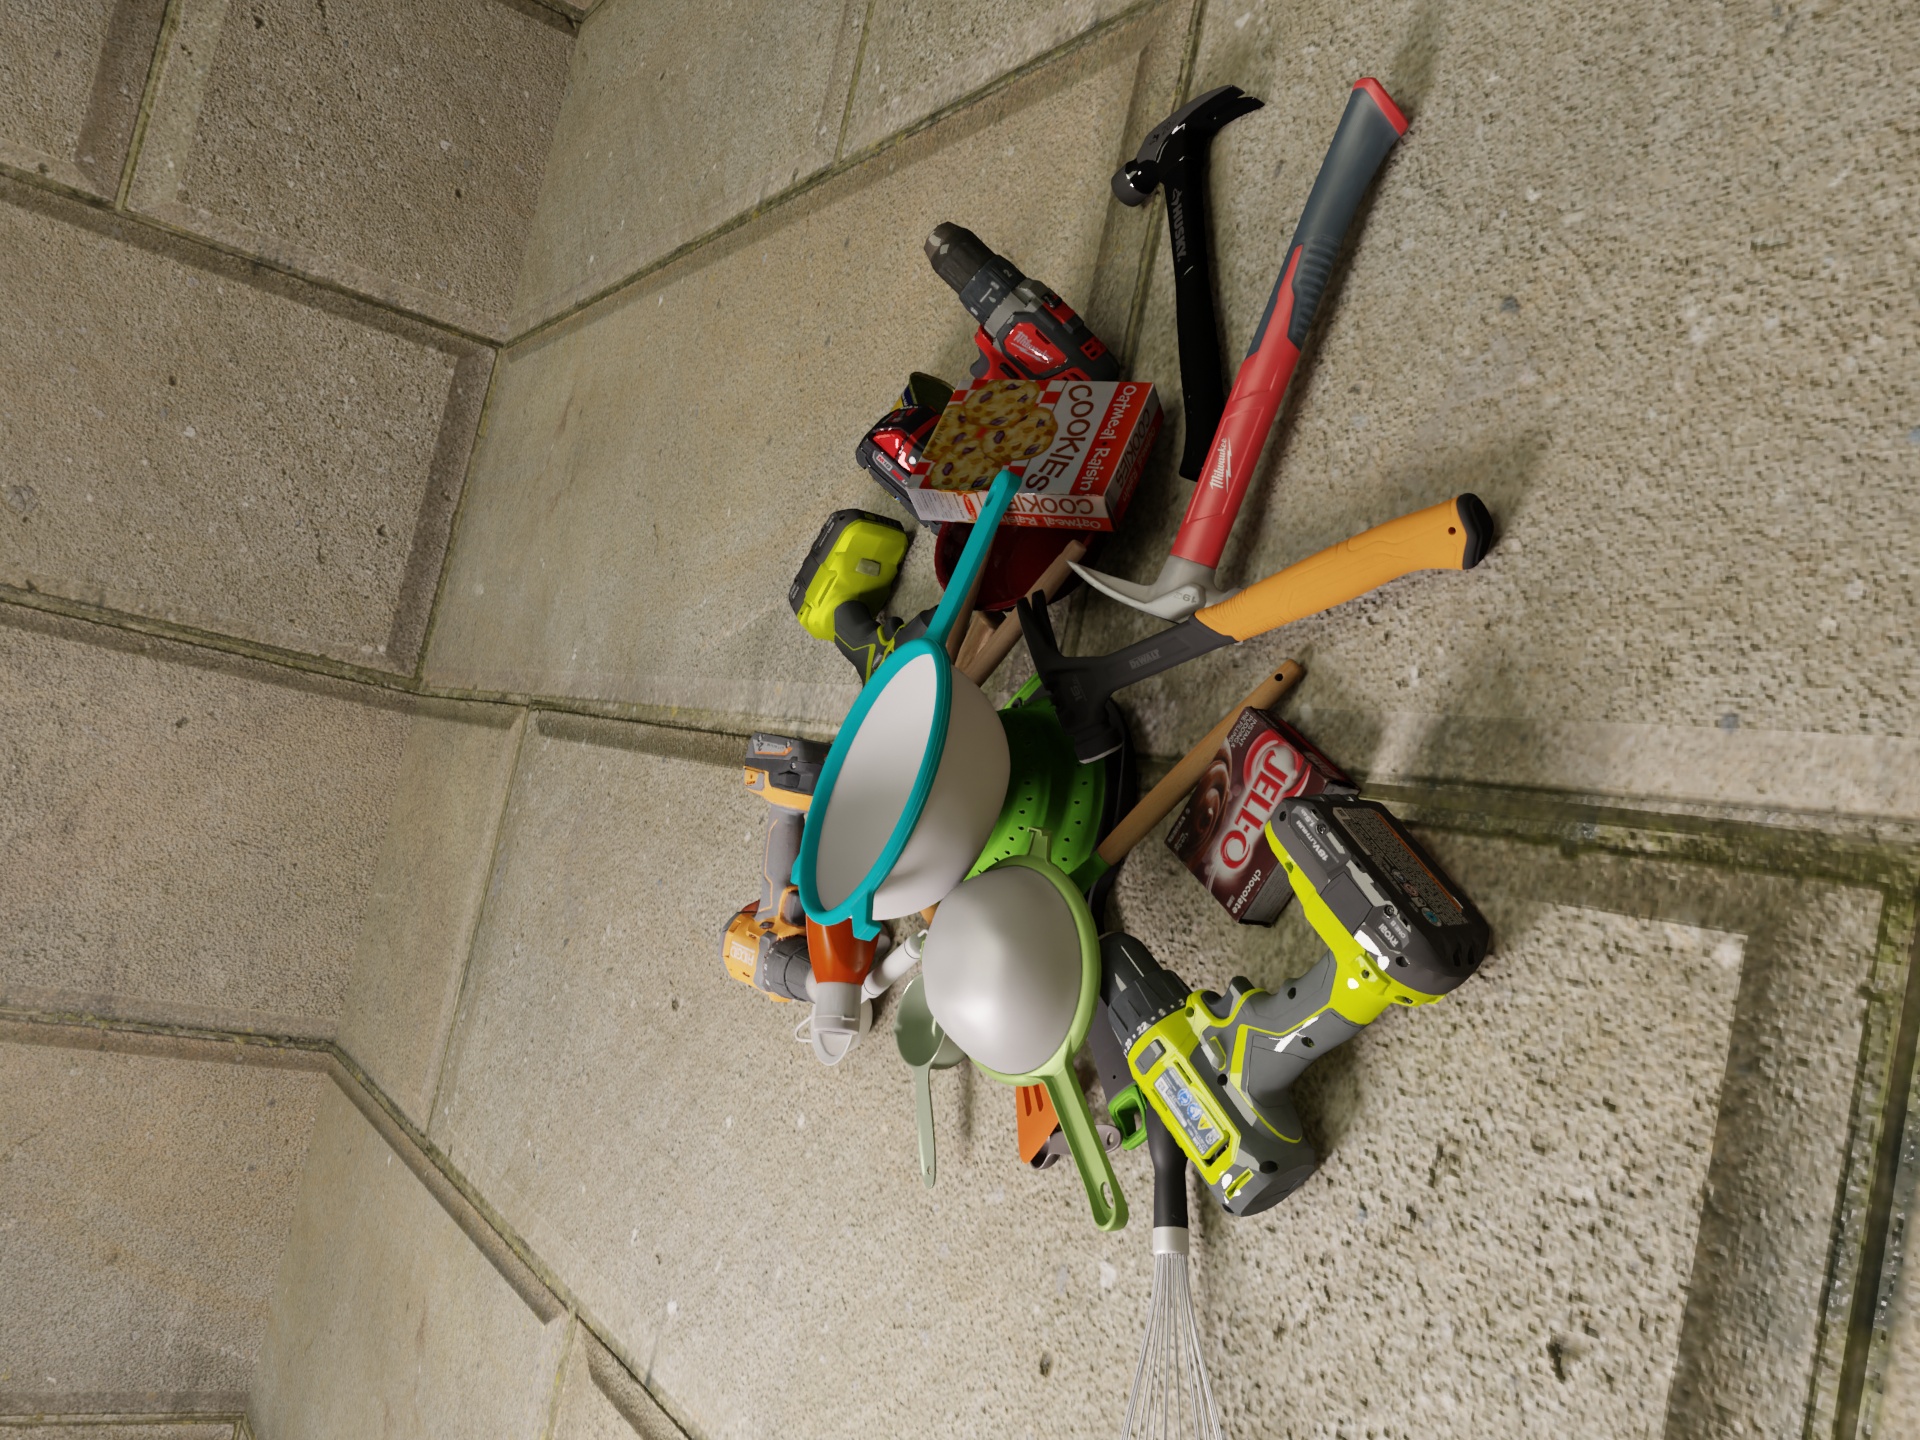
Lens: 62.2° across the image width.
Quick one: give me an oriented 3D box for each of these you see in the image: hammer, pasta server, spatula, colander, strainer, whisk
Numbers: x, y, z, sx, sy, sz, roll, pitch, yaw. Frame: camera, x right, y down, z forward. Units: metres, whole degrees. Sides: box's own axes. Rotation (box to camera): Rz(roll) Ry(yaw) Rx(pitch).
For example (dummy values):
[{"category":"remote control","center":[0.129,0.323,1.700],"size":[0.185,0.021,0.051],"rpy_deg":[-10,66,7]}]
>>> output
[{"category":"hammer","center":[-0.036,0.041,1.349],"size":[0.331,0.031,0.130],"rpy_deg":[-64,32,31]},{"category":"pasta server","center":[-0.009,-0.020,1.217],"size":[0.316,0.040,0.060],"rpy_deg":[-51,3,25]},{"category":"spatula","center":[-0.017,-0.036,1.254],"size":[0.060,0.018,0.315],"rpy_deg":[48,132,38]},{"category":"spatula","center":[0.003,0.192,1.226],"size":[0.323,0.041,0.081],"rpy_deg":[52,123,40]},{"category":"hammer","center":[0.201,-0.254,1.097],"size":[0.143,0.038,0.386],"rpy_deg":[23,94,32]},{"category":"colander","center":[0.051,0.122,1.156],"size":[0.204,0.094,0.398],"rpy_deg":[-49,40,35]},{"category":"strainer","center":[-0.074,0.225,1.323],"size":[0.258,0.050,0.087],"rpy_deg":[131,140,-53]},{"category":"hammer","center":[0.182,-0.076,1.029],"size":[0.337,0.034,0.127],"rpy_deg":[-22,92,41]},{"category":"strainer","center":[0.034,0.201,1.000],"size":[0.151,0.069,0.257],"rpy_deg":[-50,47,33]},{"category":"whisk","center":[0.131,0.355,0.980],"size":[0.070,0.070,0.285],"rpy_deg":[-31,47,48]},{"category":"hammer","center":[0.179,-0.325,1.200],"size":[0.146,0.035,0.335],"rpy_deg":[-31,52,49]},{"category":"strainer","center":[-0.002,-0.004,1.117],"size":[0.340,0.095,0.211],"rpy_deg":[-66,20,-2]}]

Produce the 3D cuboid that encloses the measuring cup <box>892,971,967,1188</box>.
[{"category":"measuring cup","center":[-0.015,0.282,1.248],"size":[0.083,0.038,0.168],"rpy_deg":[-31,54,48]}]

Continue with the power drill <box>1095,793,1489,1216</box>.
[{"category":"power drill","center":[0.178,0.151,0.937],"size":[0.228,0.080,0.191],"rpy_deg":[-55,52,29]}]

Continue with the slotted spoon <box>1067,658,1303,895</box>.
[{"category":"slotted spoon","center":[0.113,0.073,1.070],"size":[0.313,0.031,0.070],"rpy_deg":[-46,61,12]}]

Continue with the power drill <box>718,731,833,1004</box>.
[{"category":"power drill","center":[-0.138,0.131,1.375],"size":[0.185,0.084,0.226],"rpy_deg":[8,89,59]}]

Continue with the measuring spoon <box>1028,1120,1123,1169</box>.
[{"category":"measuring spoon","center":[0.083,0.292,1.095],"size":[0.124,0.018,0.034],"rpy_deg":[-31,47,59]}]

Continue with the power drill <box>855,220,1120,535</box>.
[{"category":"power drill","center":[0.003,-0.284,1.330],"size":[0.226,0.188,0.080],"rpy_deg":[-44,4,41]}]

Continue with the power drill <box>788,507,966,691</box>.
[{"category":"power drill","center":[-0.071,-0.090,1.455],"size":[0.171,0.080,0.223],"rpy_deg":[-58,39,26]}]

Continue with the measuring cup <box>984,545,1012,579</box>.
[{"category":"measuring cup","center":[0.003,-0.082,1.316],"size":[0.157,0.029,0.062],"rpy_deg":[-58,8,-28]}]
